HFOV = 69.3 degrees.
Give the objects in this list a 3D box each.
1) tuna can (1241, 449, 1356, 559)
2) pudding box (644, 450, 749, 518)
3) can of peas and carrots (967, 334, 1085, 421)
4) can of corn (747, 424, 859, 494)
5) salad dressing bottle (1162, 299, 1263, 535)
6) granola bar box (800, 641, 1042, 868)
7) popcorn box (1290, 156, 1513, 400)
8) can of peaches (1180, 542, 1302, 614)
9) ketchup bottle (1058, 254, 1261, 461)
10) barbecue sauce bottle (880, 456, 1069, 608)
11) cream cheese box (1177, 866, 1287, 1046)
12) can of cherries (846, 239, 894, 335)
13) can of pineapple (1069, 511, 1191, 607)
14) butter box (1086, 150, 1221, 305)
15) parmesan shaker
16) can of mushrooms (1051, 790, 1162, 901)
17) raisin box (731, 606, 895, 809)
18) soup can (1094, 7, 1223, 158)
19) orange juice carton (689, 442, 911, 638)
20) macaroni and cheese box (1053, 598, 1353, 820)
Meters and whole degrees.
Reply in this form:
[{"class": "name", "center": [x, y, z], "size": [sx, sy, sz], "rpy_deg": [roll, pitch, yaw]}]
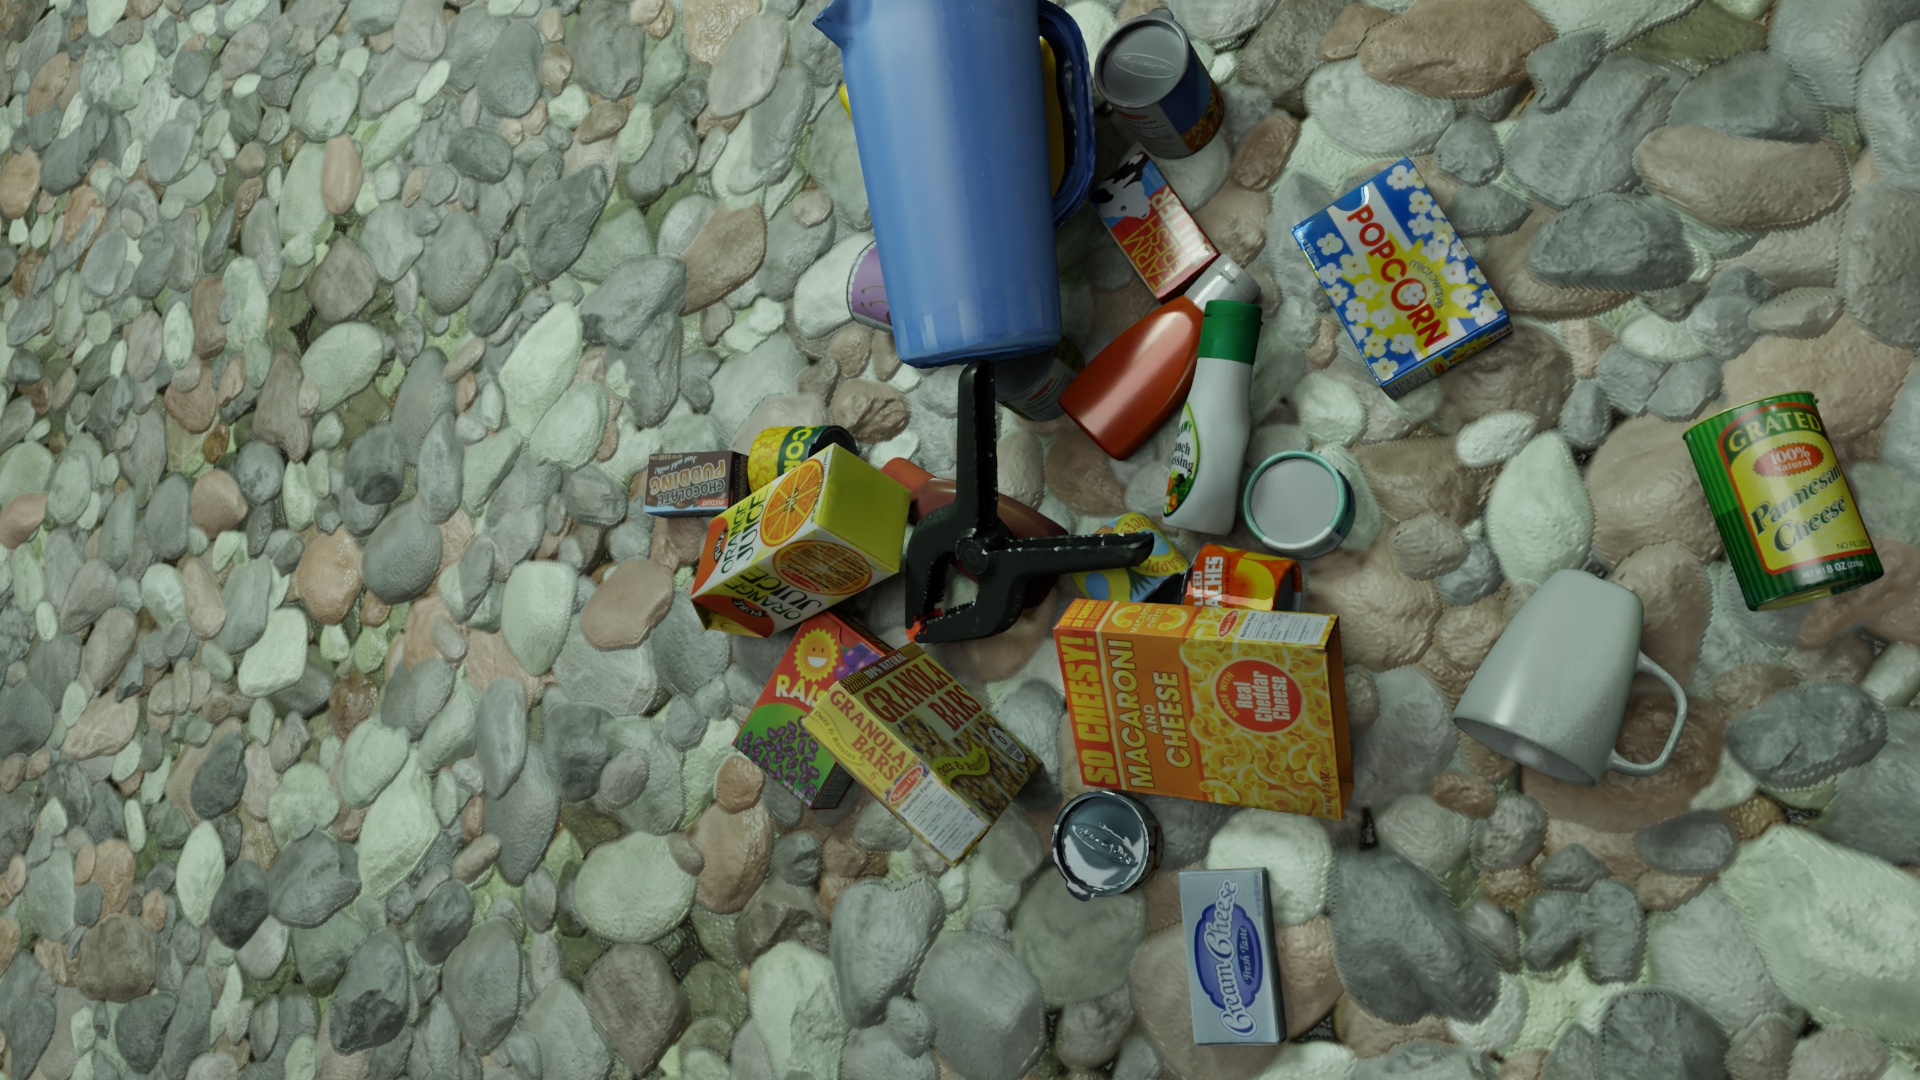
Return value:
[{"class": "tuna can", "center": [0.214, -0.025, 0.880], "size": [0.071, 0.033, 0.071], "rpy_deg": [-5, 78, 26]}, {"class": "pudding box", "center": [-0.208, -0.044, 1.100], "size": [0.083, 0.030, 0.050], "rpy_deg": [-1, 80, 27]}, {"class": "can of peas and carrots", "center": [0.046, -0.124, 0.971], "size": [0.071, 0.058, 0.071], "rpy_deg": [-6, 76, 26]}, {"class": "can of corn", "center": [-0.118, -0.053, 1.033], "size": [0.058, 0.071, 0.071], "rpy_deg": [1, 80, 28]}, {"class": "salad dressing bottle", "center": [0.164, -0.079, 0.892], "size": [0.044, 0.064, 0.147], "rpy_deg": [9, 94, -7]}, {"class": "granola bar box", "center": [-0.019, 0.129, 0.875], "size": [0.124, 0.166, 0.039], "rpy_deg": [42, 102, 8]}, {"class": "popcorn box", "center": [0.277, -0.164, 0.874], "size": [0.085, 0.038, 0.127], "rpy_deg": [-31, 68, 20]}, {"class": "can of peaches", "center": [0.175, 0.039, 0.865], "size": [0.058, 0.071, 0.071], "rpy_deg": [13, 86, 27]}, {"class": "ketchup bottle", "center": [0.137, -0.126, 0.934], "size": [0.148, 0.043, 0.065], "rpy_deg": [-46, 73, 11]}, {"class": "barbecue sauce bottle", "center": [0.003, -0.012, 0.978], "size": [0.149, 0.044, 0.064], "rpy_deg": [31, 109, 29]}, {"class": "cream cheese box", "center": [0.167, 0.254, 0.851], "size": [0.053, 0.024, 0.104], "rpy_deg": [-10, 75, 25]}, {"class": "can of cherries", "center": [-0.041, -0.186, 1.023], "size": [0.058, 0.071, 0.071], "rpy_deg": [23, 91, 29]}, {"class": "can of pineapple", "center": [0.113, 0.022, 0.902], "size": [0.071, 0.071, 0.058], "rpy_deg": [-45, 64, 13]}, {"class": "butter box", "center": [0.135, -0.216, 0.964], "size": [0.053, 0.024, 0.104], "rpy_deg": [-37, 65, 16]}, {"class": "parmesan shaker", "center": [0.443, -0.021, 0.745], "size": [0.071, 0.071, 0.103], "rpy_deg": [-19, 72, 23]}, {"class": "can of mushrooms", "center": [0.094, 0.197, 0.895], "size": [0.071, 0.033, 0.071], "rpy_deg": [-5, 77, 25]}, {"class": "raisin box", "center": [-0.099, 0.120, 1.006], "size": [0.086, 0.040, 0.123], "rpy_deg": [33, 95, 29]}, {"class": "soup can", "center": [0.138, -0.310, 0.948], "size": [0.071, 0.084, 0.071], "rpy_deg": [-5, 78, 26]}, {"class": "orange juice carton", "center": [-0.128, 0.011, 0.996], "size": [0.192, 0.073, 0.072], "rpy_deg": [-27, 43, 40]}, {"class": "macaroni and cheese box", "center": [0.149, 0.101, 0.849], "size": [0.166, 0.040, 0.123], "rpy_deg": [3, 119, 28]}]
